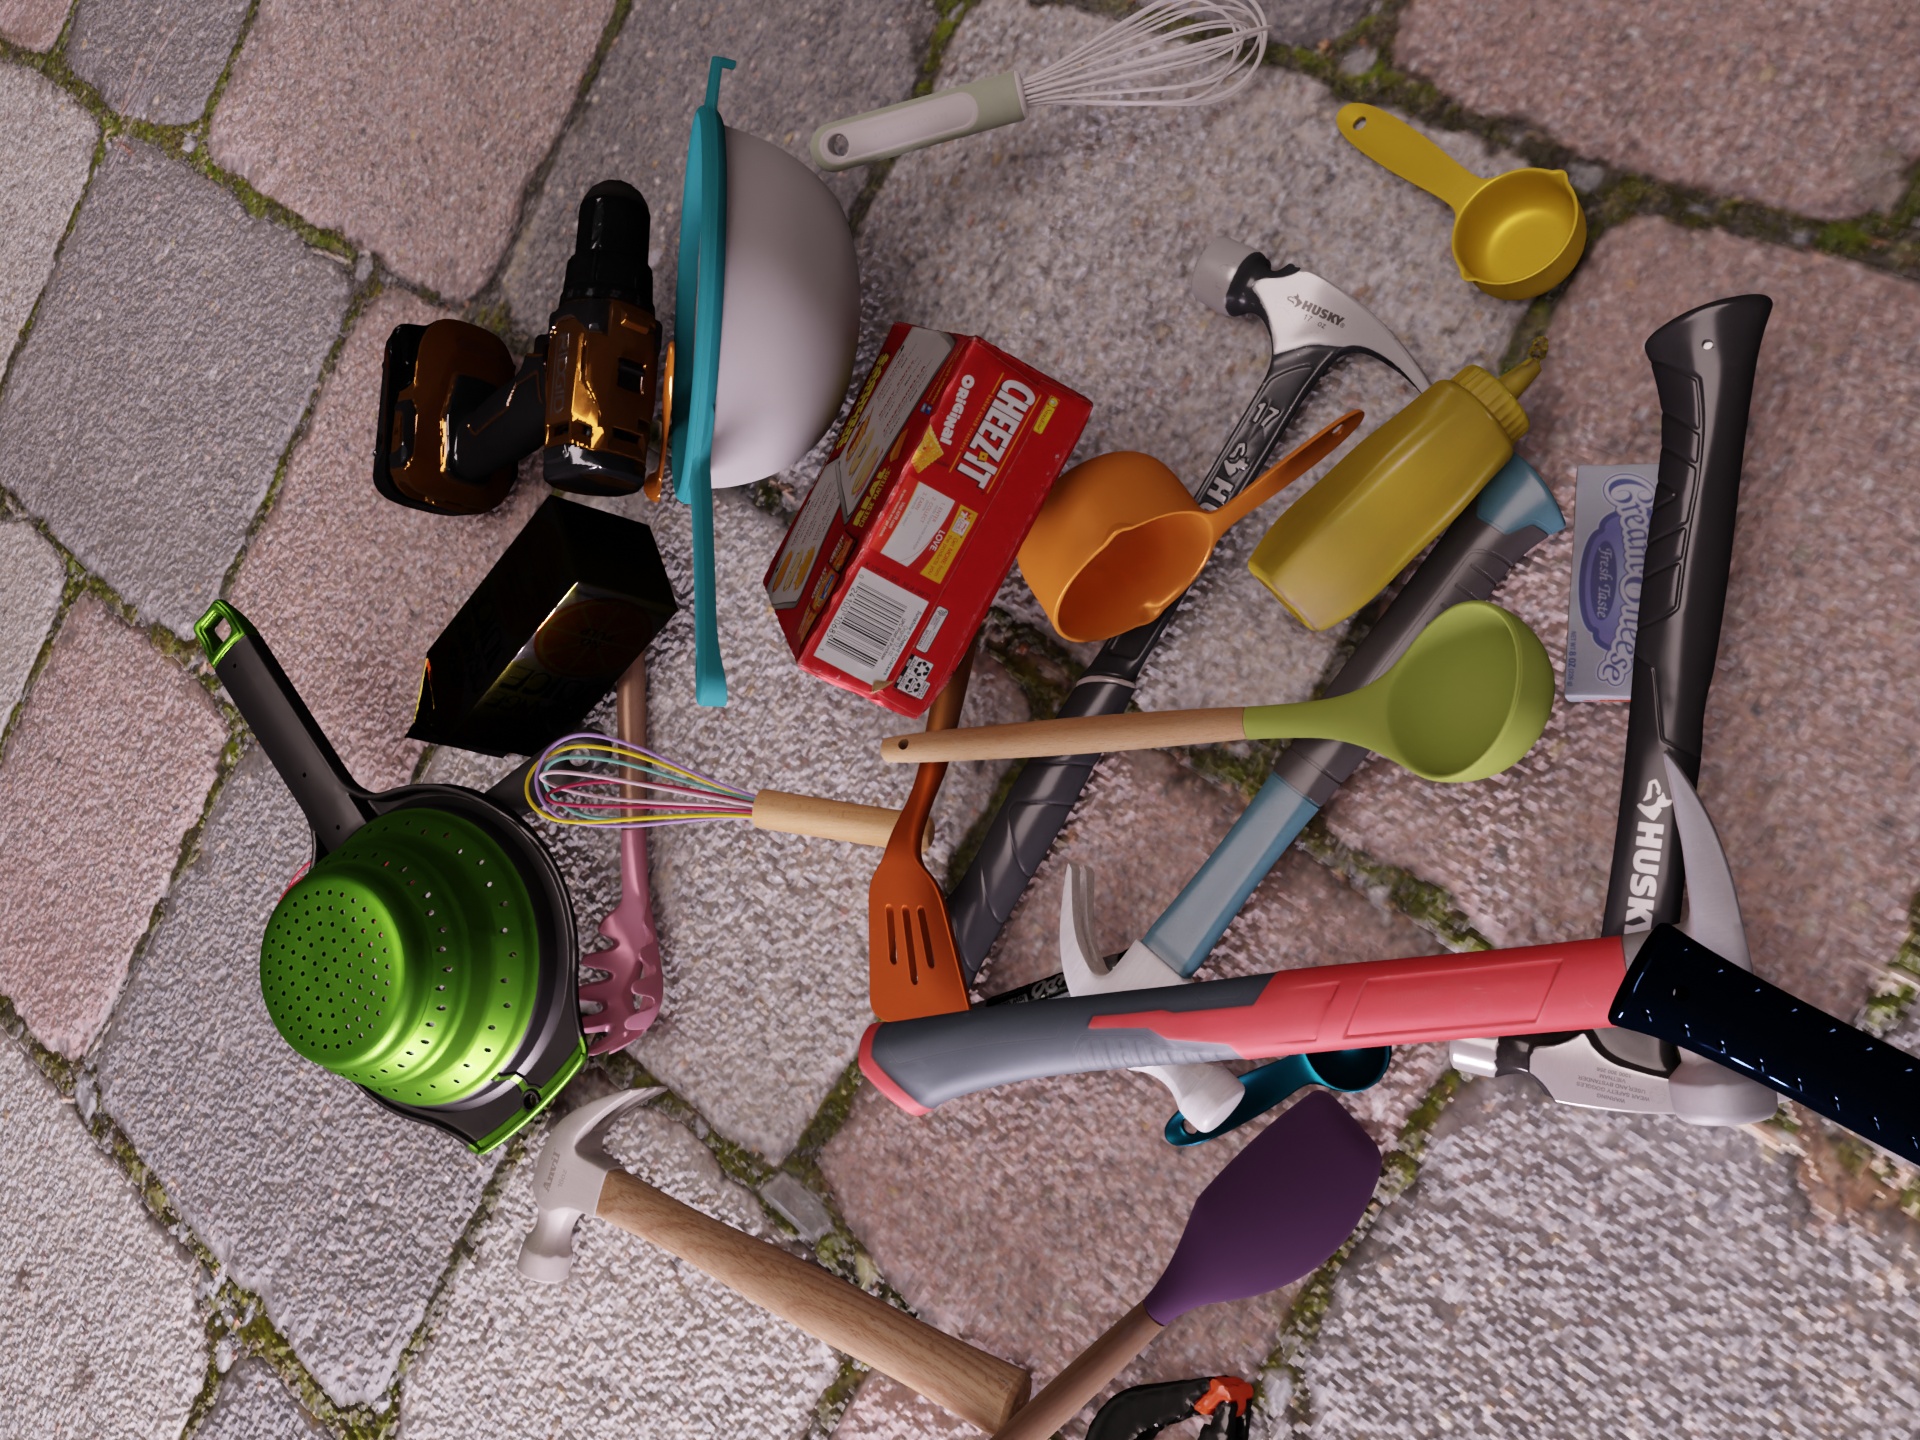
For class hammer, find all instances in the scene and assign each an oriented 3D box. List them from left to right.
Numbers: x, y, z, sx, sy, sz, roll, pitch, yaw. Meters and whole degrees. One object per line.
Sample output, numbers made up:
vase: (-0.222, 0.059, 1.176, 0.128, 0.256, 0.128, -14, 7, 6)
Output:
hammer: (-0.108, 0.298, 0.866, 0.331, 0.031, 0.130, 15, 91, 30)
hammer: (0.088, -0.032, 0.800, 0.149, 0.036, 0.409, 35, 101, 28)
hammer: (0.128, 0.112, 0.689, 0.386, 0.038, 0.143, -11, 85, 25)
hammer: (0.165, 0.021, 0.734, 0.128, 0.033, 0.331, 39, 98, 25)
hammer: (0.295, -0.003, 0.649, 0.146, 0.035, 0.335, 8, 96, 29)
hammer: (0.423, 0.178, 0.528, 0.406, 0.035, 0.144, 28, 96, 17)

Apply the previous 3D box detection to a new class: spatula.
spatula: (-0.001, -0.003, 0.830, 0.081, 0.041, 0.323, -6, 67, 50)
spatula: (0.075, 0.295, 0.744, 0.316, 0.018, 0.060, -47, 62, 13)

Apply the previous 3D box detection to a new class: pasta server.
pasta server: (-0.203, 0.039, 0.954, 0.060, 0.040, 0.316, -13, 75, 40)

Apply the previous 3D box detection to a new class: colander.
colander: (-0.379, 0.077, 0.939, 0.204, 0.094, 0.397, -44, 73, 15)

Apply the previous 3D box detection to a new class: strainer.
strainer: (-0.101, -0.164, 0.852, 0.211, 0.095, 0.341, 121, 147, -63)

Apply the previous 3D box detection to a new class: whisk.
whisk: (-0.325, 0.077, 0.997, 0.296, 0.073, 0.073, -29, 70, 25)
whisk: (-0.133, 0.050, 0.886, 0.245, 0.047, 0.051, 8, 118, 16)
whisk: (0.039, -0.327, 0.826, 0.246, 0.059, 0.057, -12, 108, 10)

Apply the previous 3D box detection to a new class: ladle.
ladle: (0.100, -0.002, 0.719, 0.320, 0.062, 0.078, -5, 66, 26)

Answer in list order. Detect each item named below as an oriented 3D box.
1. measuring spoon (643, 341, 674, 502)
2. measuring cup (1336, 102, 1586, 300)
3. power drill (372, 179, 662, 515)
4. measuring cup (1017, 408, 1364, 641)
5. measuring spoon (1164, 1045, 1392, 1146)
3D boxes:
measuring spoon: (-0.180, -0.177, 0.948, 0.116, 0.011, 0.021, 108, 159, -46)
measuring cup: (0.234, -0.252, 0.758, 0.062, 0.029, 0.157, -48, 51, 16)
power drill: (-0.269, -0.223, 0.986, 0.226, 0.084, 0.185, -3, 81, 41)
measuring cup: (0.104, -0.108, 0.745, 0.173, 0.095, 0.052, -35, 63, 1)
measuring spoon: (0.149, 0.170, 0.749, 0.128, 0.021, 0.042, -37, 72, 30)
